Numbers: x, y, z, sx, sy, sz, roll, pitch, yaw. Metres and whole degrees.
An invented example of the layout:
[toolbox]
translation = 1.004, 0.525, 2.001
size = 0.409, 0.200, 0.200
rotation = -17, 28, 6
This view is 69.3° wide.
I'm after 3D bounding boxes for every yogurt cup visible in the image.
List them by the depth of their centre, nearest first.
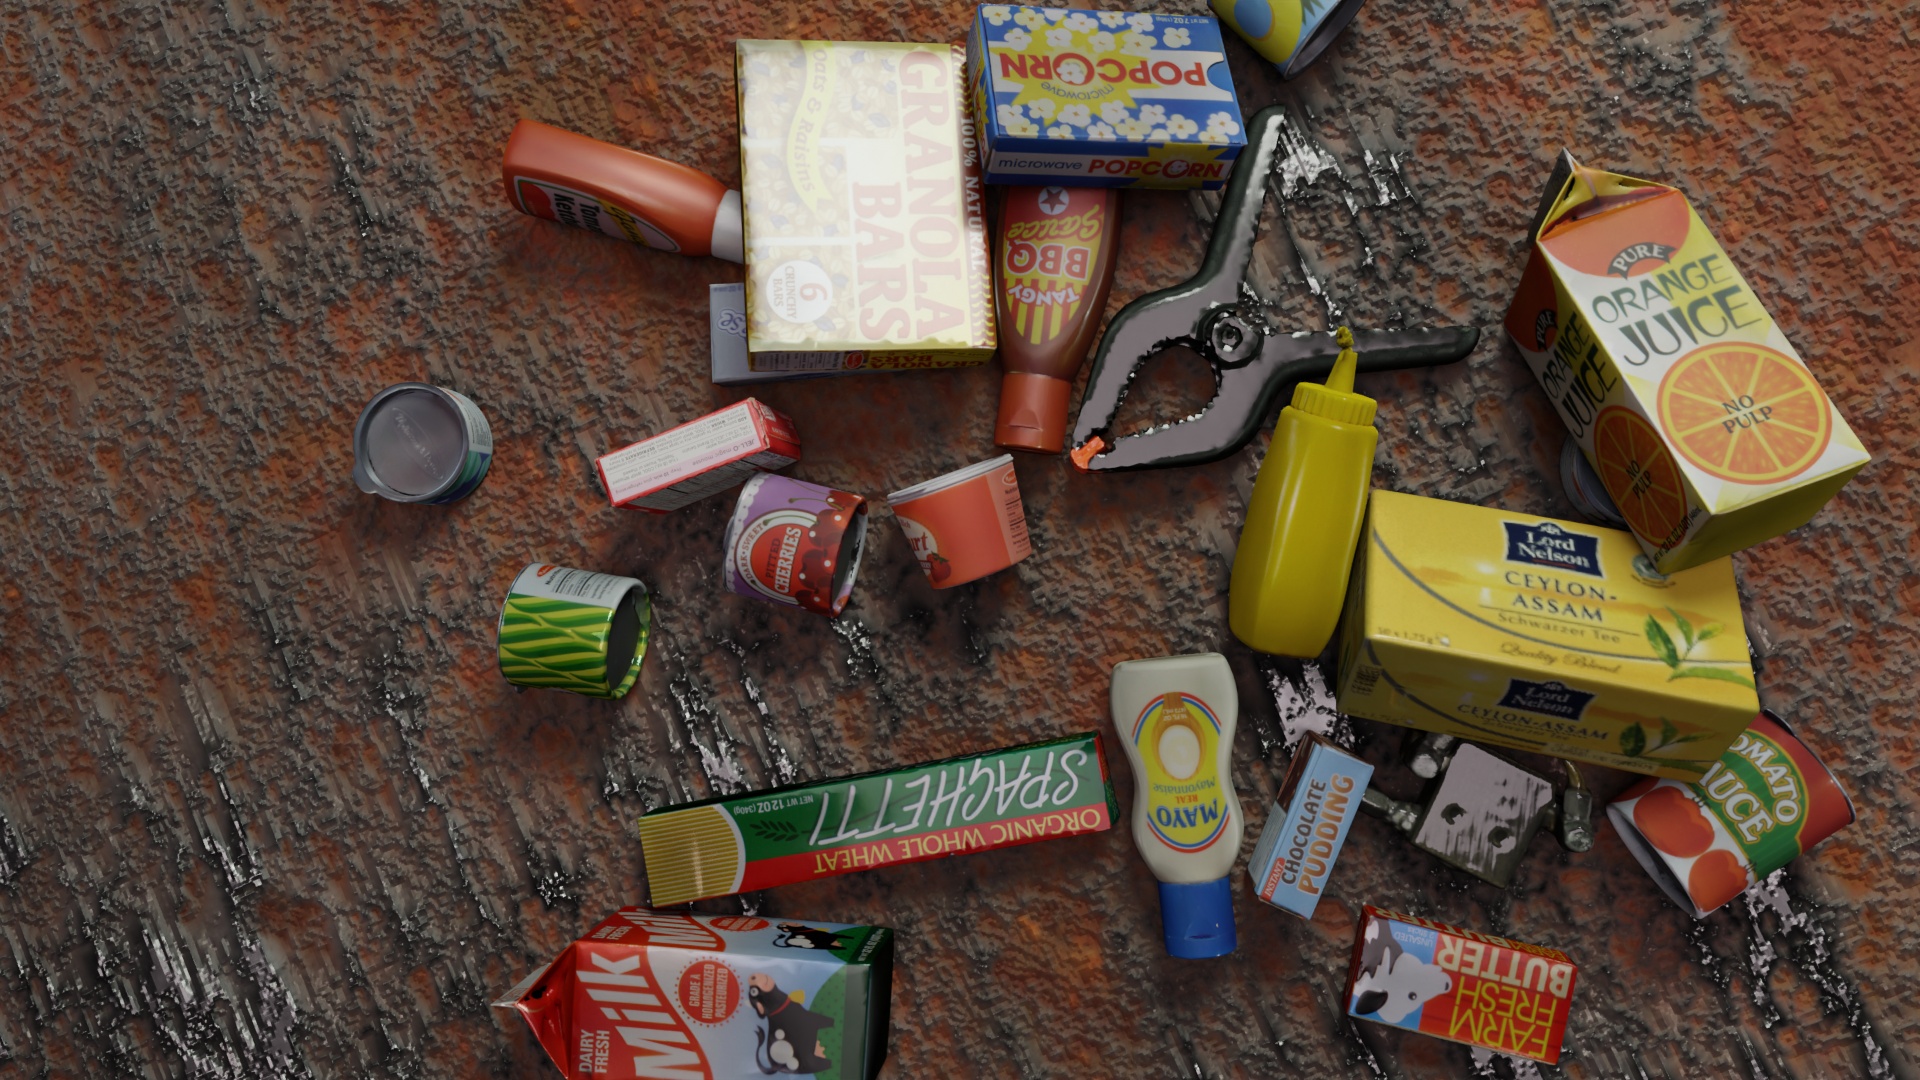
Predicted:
[yogurt cup]
translation = 0.003, -0.009, 0.711
size = 0.072, 0.072, 0.054
rotation = -19, 94, 6

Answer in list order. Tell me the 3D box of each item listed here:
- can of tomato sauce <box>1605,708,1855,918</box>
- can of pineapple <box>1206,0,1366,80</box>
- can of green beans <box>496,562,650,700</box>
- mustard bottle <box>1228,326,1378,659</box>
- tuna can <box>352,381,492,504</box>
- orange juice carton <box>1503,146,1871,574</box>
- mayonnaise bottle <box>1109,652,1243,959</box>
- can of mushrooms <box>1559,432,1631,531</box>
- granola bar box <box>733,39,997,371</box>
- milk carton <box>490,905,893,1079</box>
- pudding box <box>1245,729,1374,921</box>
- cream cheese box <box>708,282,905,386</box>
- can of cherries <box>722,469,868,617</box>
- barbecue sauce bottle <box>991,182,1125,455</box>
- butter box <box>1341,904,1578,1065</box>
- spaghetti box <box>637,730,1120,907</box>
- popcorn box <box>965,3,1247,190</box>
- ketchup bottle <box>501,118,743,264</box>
[can of tomato sauce]
translation = 0.363, 0.129, 0.660
size = 0.083, 0.071, 0.071
rotation = -35, 85, 5
[can of pineapple]
translation = 0.167, -0.278, 0.698
size = 0.058, 0.071, 0.071
rotation = 45, 94, 6
[can of green beans]
translation = -0.202, 0.048, 0.731
size = 0.058, 0.071, 0.071
rotation = 8, 89, 7
[mustard bottle]
translation = 0.172, -0.024, 0.677
size = 0.049, 0.065, 0.159
rotation = 10, 104, -7
[tuna can]
translation = -0.296, -0.051, 0.762
size = 0.071, 0.033, 0.071
rotation = 0, 88, 7
[orange juice carton]
translation = 0.317, -0.089, 0.642
size = 0.073, 0.071, 0.193
rotation = -20, 65, 0
[mayonnaise bottle]
translation = 0.114, 0.133, 0.703
size = 0.065, 0.041, 0.148
rotation = -7, 87, 5
[can of mushrooms]
translation = 0.337, -0.038, 0.687
size = 0.071, 0.033, 0.071
rotation = 0, 87, 7
[granola bar box]
translation = -0.050, -0.170, 0.710
size = 0.124, 0.039, 0.166
rotation = -2, 79, -9
[milk carton]
translation = -0.135, 0.235, 0.713
size = 0.191, 0.072, 0.073
rotation = 3, 89, 7
[pudding box]
translation = 0.173, 0.140, 0.692
size = 0.030, 0.049, 0.083
rotation = 23, 91, 5
[cream cheese box]
translation = -0.082, -0.113, 0.743
size = 0.104, 0.024, 0.053
rotation = -4, 88, 6
[can of cherries]
translation = -0.085, 0.003, 0.716
size = 0.058, 0.071, 0.071
rotation = 14, 90, 7
[barbecue sauce bottle]
translation = 0.045, -0.120, 0.719
size = 0.065, 0.043, 0.148
rotation = 8, 89, 13
[butter box]
translation = 0.248, 0.221, 0.693
size = 0.103, 0.024, 0.053
rotation = 12, 90, 7
[spaghetti box]
translation = -0.044, 0.146, 0.728
size = 0.250, 0.028, 0.050
rotation = -11, 88, 6
[popcorn box]
translation = 0.070, -0.220, 0.691
size = 0.127, 0.038, 0.085
rotation = -1, 64, -11
[ketchup bottle]
translation = -0.163, -0.180, 0.739
size = 0.149, 0.064, 0.043
rotation = 15, 77, -1
